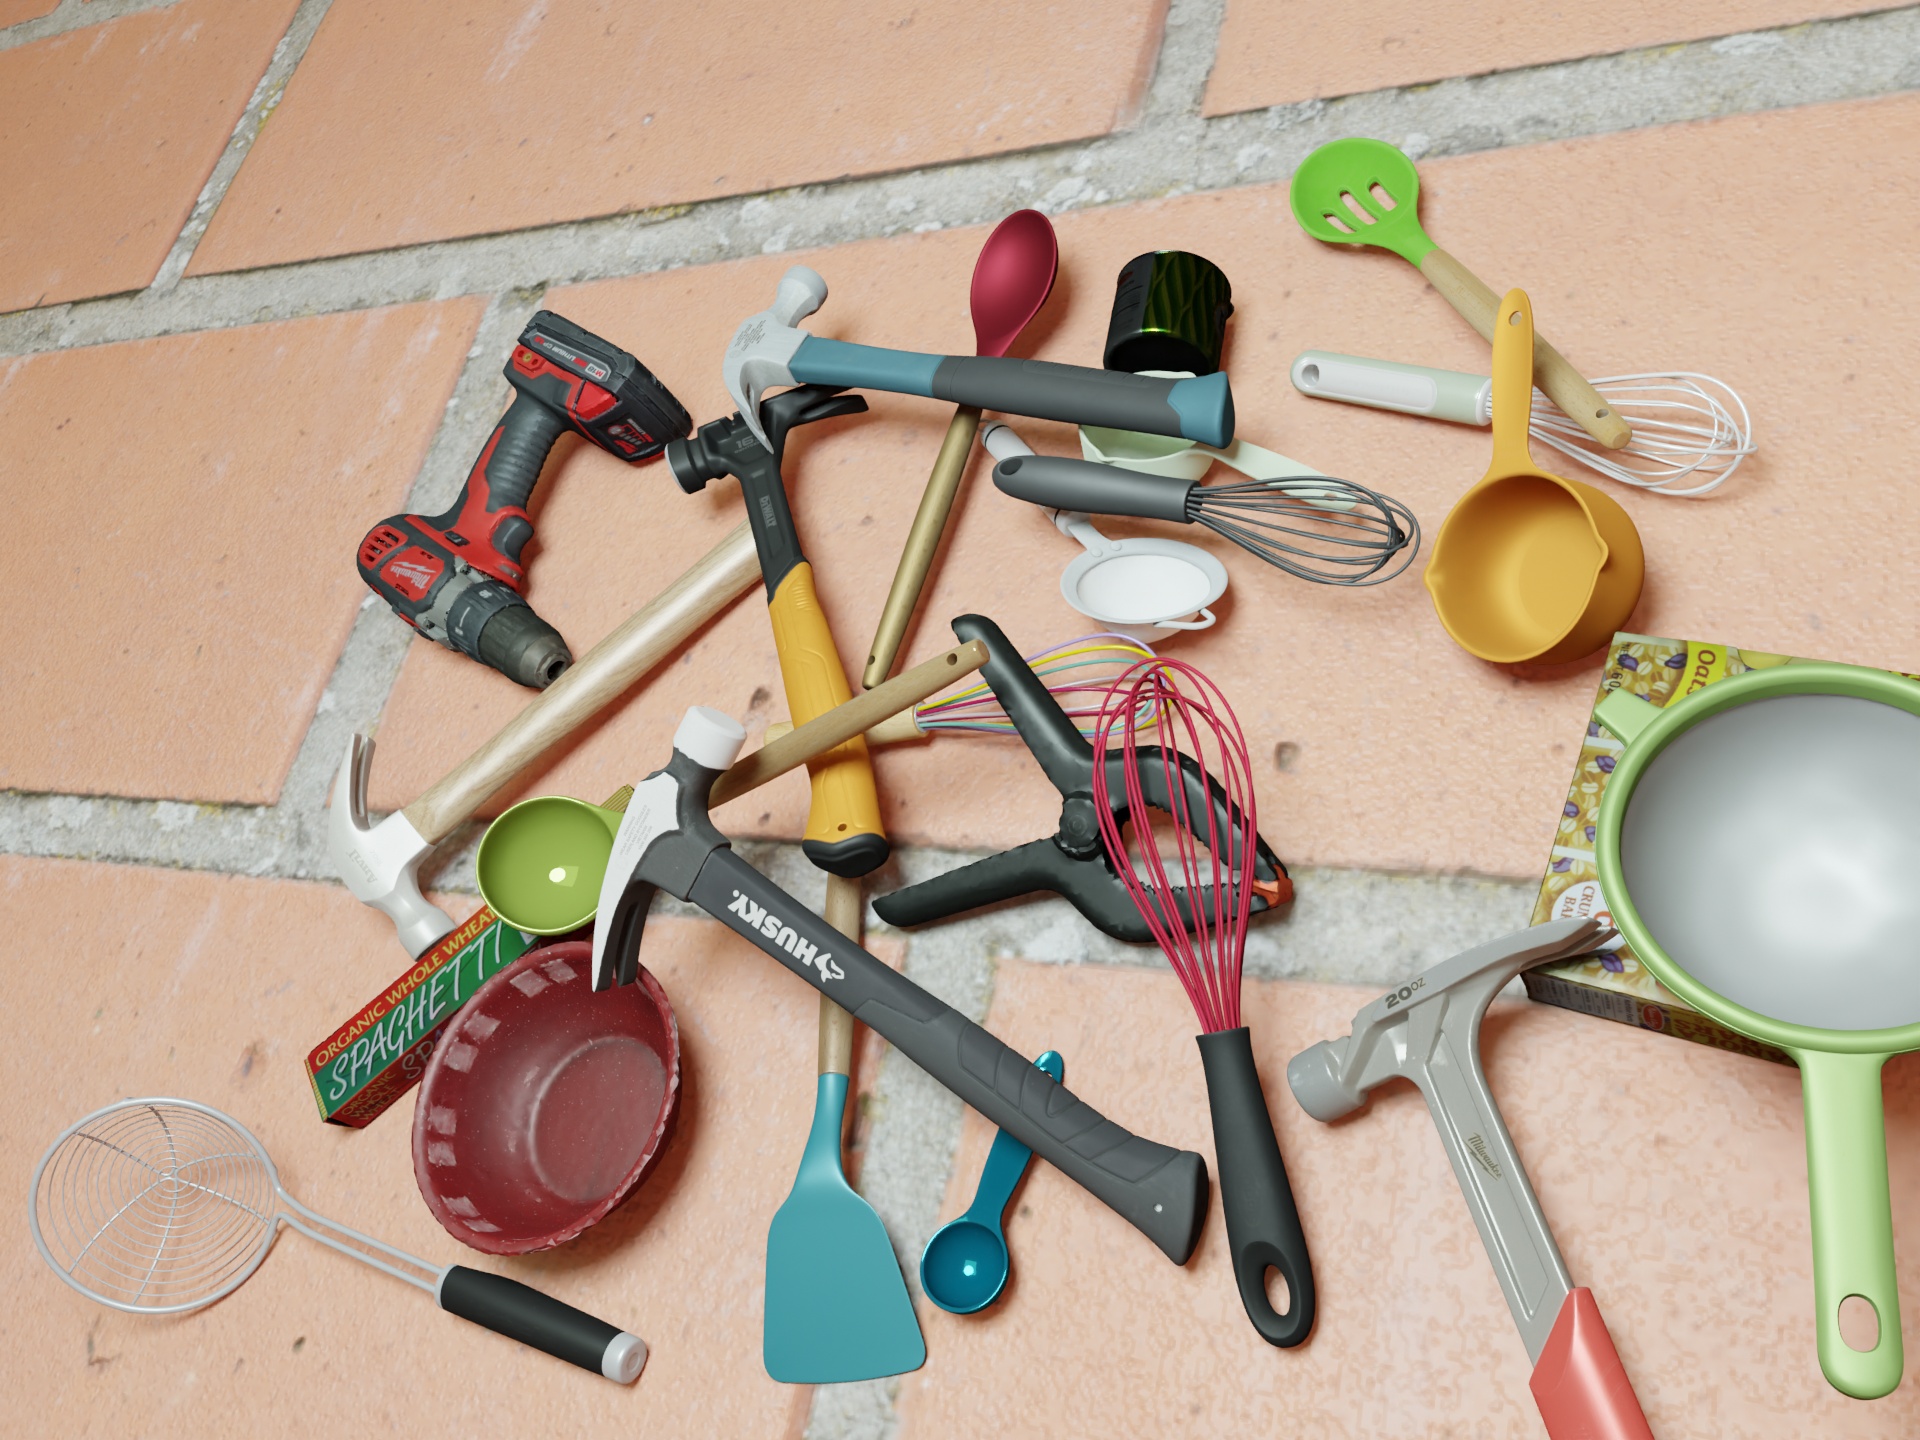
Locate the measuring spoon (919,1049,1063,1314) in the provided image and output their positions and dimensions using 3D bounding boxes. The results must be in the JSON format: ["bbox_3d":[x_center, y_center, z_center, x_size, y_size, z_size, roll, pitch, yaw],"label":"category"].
[{"bbox_3d":[0.022,0.213,0.734,0.042,0.021,0.129,10,58,30],"label":"measuring spoon"}]

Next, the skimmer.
[{"bbox_3d":[-0.329,0.286,0.820,0.363,0.090,0.127,9,99,28],"label":"skimmer"}]

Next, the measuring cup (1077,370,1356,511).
[{"bbox_3d":[0.139,-0.136,0.858,0.168,0.038,0.083,30,62,29],"label":"measuring cup"}]

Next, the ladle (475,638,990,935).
[{"bbox_3d":[-0.123,0.030,0.808,0.320,0.062,0.078,-27,69,27],"label":"ladle"}]

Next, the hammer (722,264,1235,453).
[{"bbox_3d":[0.003,-0.193,0.896,0.331,0.033,0.128,14,61,30],"label":"hammer"}]

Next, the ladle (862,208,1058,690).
[{"bbox_3d":[-0.002,-0.160,0.929,0.069,0.031,0.315,1,66,45],"label":"ladle"}]

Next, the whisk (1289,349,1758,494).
[{"bbox_3d":[0.273,-0.159,0.802,0.246,0.059,0.057,21,118,39],"label":"whisk"}]

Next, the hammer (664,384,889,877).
[{"bbox_3d":[-0.083,-0.060,0.890,0.127,0.034,0.337,-22,53,6],"label":"hammer"}]

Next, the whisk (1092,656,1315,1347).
[{"bbox_3d":[0.109,0.114,0.682,0.073,0.073,0.296,-15,76,19],"label":"whisk"}]

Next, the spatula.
[{"bbox_3d":[-0.059,0.160,0.800,0.082,0.044,0.318,-14,53,20],"label":"spatula"}]

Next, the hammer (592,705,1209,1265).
[{"bbox_3d":[-0.031,0.138,0.734,0.335,0.035,0.146,32,101,19],"label":"hammer"}]

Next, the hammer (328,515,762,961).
[{"bbox_3d":[-0.240,-0.012,0.963,0.331,0.031,0.130,-41,82,-7],"label":"hammer"}]

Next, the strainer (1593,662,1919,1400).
[{"bbox_3d":[0.308,0.106,0.566,0.151,0.069,0.257,-1,64,22],"label":"strainer"}]

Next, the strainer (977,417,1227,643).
[{"bbox_3d":[0.067,-0.106,0.878,0.087,0.050,0.259,-18,44,-17],"label":"strainer"}]

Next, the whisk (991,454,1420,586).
[{"bbox_3d":[0.117,-0.109,0.813,0.239,0.055,0.055,15,70,32],"label":"whisk"}]

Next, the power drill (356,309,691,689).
[{"bbox_3d":[-0.277,-0.140,1.050,0.188,0.080,0.227,32,84,29],"label":"power drill"}]

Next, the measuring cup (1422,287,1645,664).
[{"bbox_3d":[0.269,-0.110,0.734,0.095,0.052,0.174,-5,80,53],"label":"measuring cup"}]

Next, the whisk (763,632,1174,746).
[{"bbox_3d":[-0.001,-0.001,0.854,0.245,0.047,0.051,-9,60,27],"label":"whisk"}]

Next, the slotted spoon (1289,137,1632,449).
[{"bbox_3d":[0.257,-0.226,0.829,0.070,0.031,0.314,-31,43,9],"label":"slotted spoon"}]

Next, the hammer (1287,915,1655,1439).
[{"bbox_3d":[0.237,0.254,0.566,0.149,0.036,0.359,-37,52,30],"label":"hammer"}]
